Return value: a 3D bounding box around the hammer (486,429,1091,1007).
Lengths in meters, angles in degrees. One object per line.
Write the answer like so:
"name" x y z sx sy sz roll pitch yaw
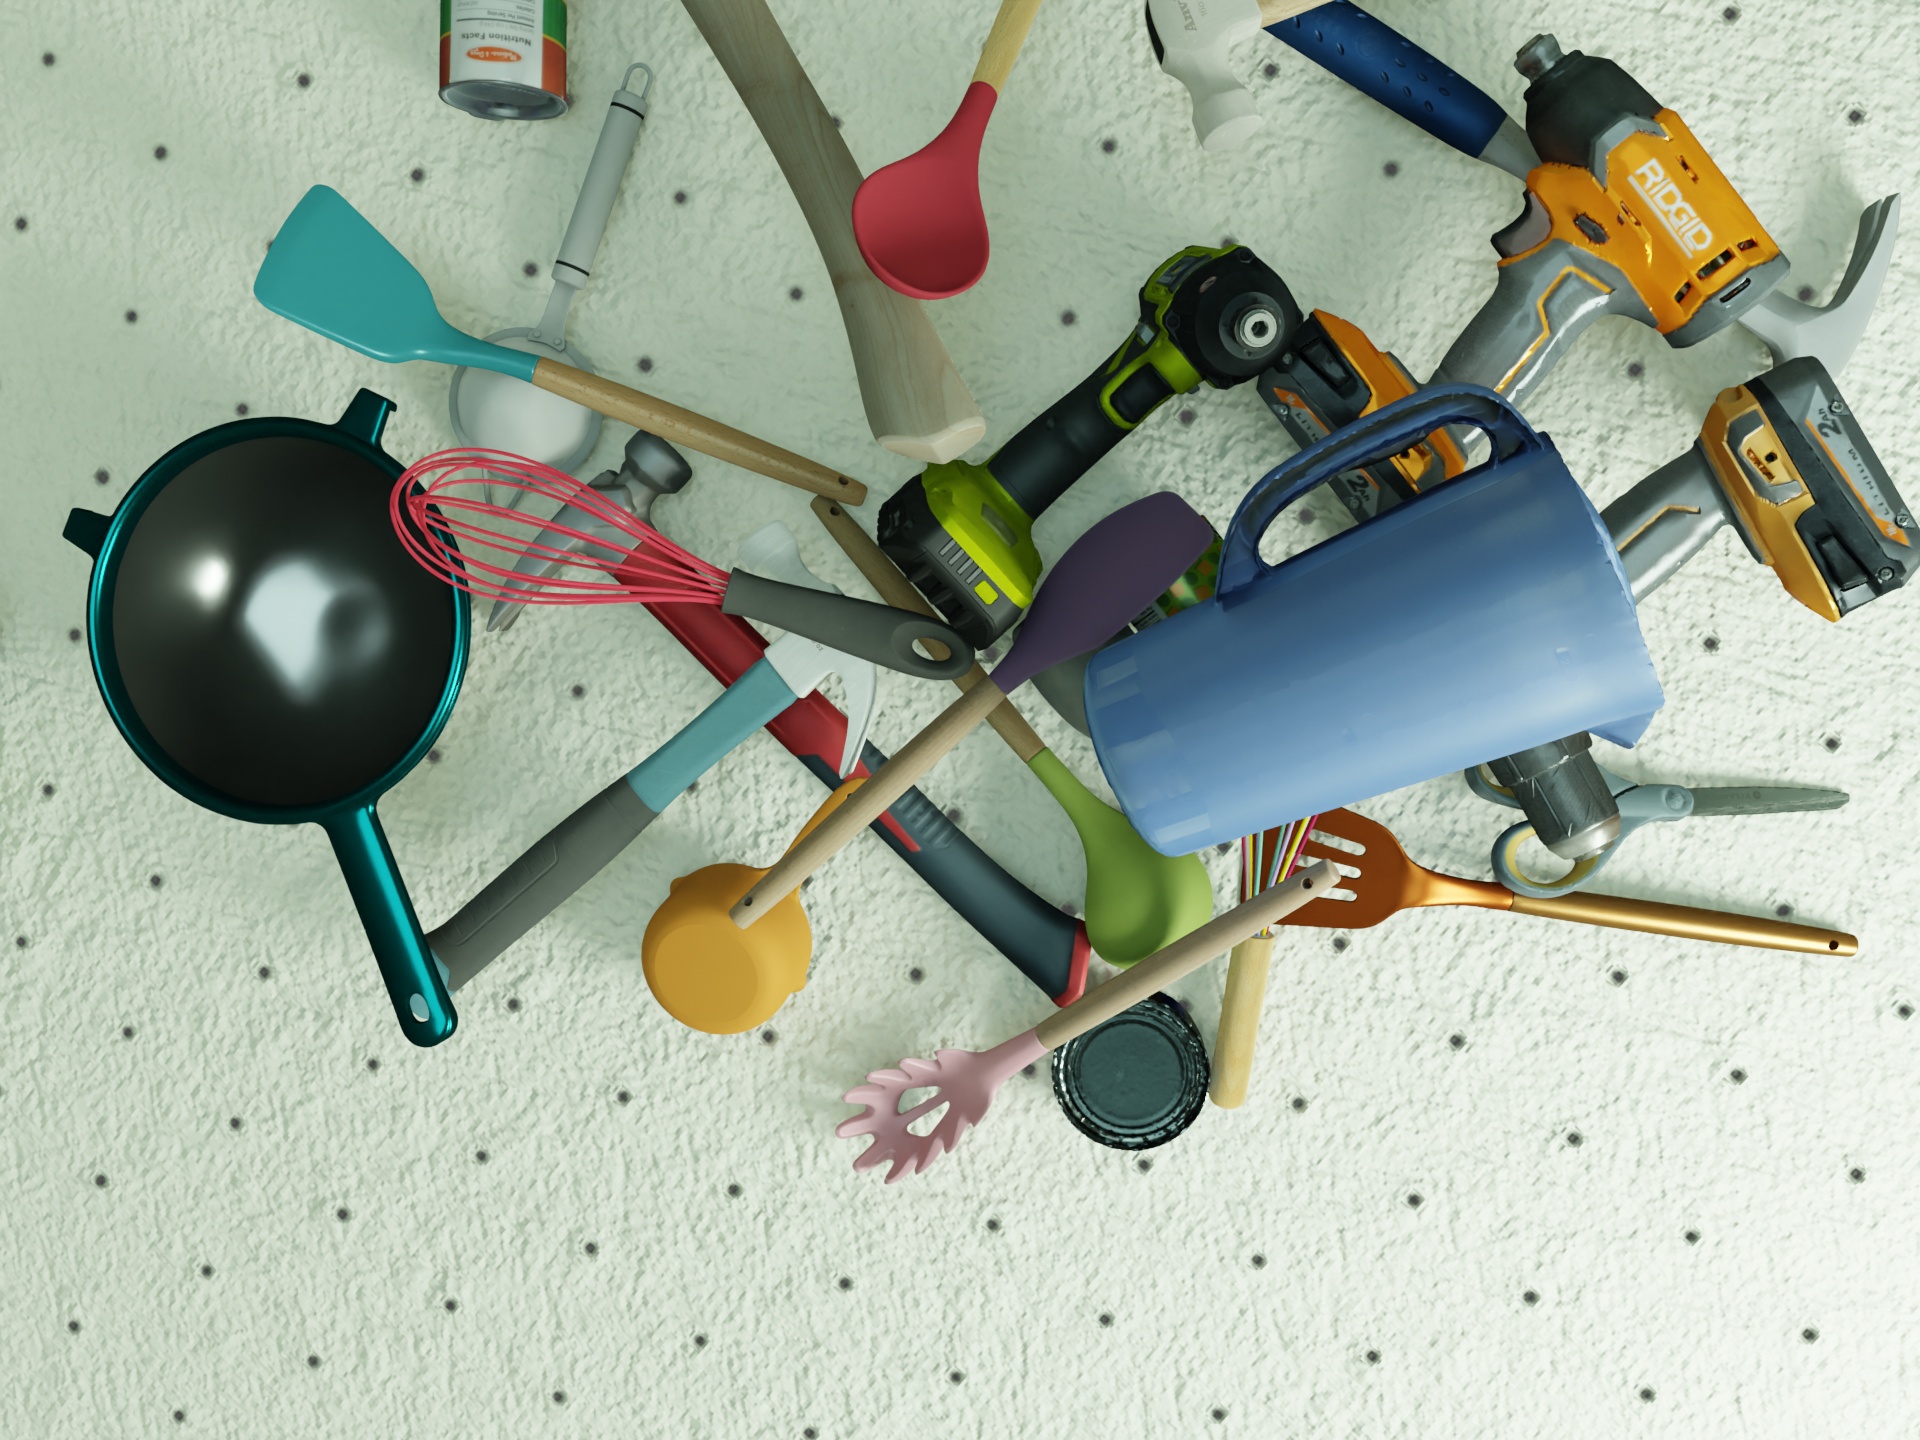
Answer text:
"hammer" -0.083 0.024 0.875 0.386 0.038 0.143 45 98 0

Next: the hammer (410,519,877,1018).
"hammer" -0.181 0.046 0.854 0.331 0.033 0.128 -39 89 10

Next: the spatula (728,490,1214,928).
"spatula" -0.001 -0.003 0.814 0.316 0.018 0.060 -43 56 5

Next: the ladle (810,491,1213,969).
"ladle" 0.021 0.003 0.866 0.078 0.062 0.320 -37 82 -22

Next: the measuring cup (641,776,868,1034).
"measuring cup" -0.105 0.098 0.852 0.095 0.052 0.173 40 114 -1

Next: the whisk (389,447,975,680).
"whisk" -0.134 -0.070 0.789 0.295 0.073 0.073 16 96 -7

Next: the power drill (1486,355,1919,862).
"power drill" 0.345 -0.050 0.787 0.226 0.084 0.185 -29 82 22

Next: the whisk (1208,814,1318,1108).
"whisk" 0.163 0.094 0.849 0.047 0.051 0.245 12 102 19

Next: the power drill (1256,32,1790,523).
"power drill" 0.259 -0.211 0.784 0.226 0.084 0.164 -37 93 20

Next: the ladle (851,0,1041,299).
"ladle" 0.019 -0.329 0.782 0.069 0.031 0.315 26 68 -15

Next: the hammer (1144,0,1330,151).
"hammer" 0.248 -0.398 0.792 0.331 0.031 0.130 -21 83 -4

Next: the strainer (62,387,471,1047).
"strainer" -0.327 0.007 0.863 0.211 0.095 0.340 -20 91 8

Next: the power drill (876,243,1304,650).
"power drill" 0.065 -0.143 0.785 0.223 0.171 0.080 -42 105 11

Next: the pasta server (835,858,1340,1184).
"pasta server" 0.061 0.156 0.832 0.316 0.040 0.060 -35 76 25

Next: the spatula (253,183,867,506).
"spatula" -0.195 -0.178 0.829 0.317 0.044 0.082 20 60 -11

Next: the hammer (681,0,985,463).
"hammer" -0.081 -0.314 0.799 0.146 0.038 0.411 -28 76 6

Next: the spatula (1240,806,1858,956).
"spatula" 0.316 0.096 0.855 0.322 0.041 0.081 8 97 0

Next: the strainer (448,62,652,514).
"strainer" -0.218 -0.236 0.867 0.087 0.050 0.258 20 92 -1

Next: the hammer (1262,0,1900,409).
"hammer" 0.287 -0.300 0.820 0.405 0.035 0.144 34 97 2
